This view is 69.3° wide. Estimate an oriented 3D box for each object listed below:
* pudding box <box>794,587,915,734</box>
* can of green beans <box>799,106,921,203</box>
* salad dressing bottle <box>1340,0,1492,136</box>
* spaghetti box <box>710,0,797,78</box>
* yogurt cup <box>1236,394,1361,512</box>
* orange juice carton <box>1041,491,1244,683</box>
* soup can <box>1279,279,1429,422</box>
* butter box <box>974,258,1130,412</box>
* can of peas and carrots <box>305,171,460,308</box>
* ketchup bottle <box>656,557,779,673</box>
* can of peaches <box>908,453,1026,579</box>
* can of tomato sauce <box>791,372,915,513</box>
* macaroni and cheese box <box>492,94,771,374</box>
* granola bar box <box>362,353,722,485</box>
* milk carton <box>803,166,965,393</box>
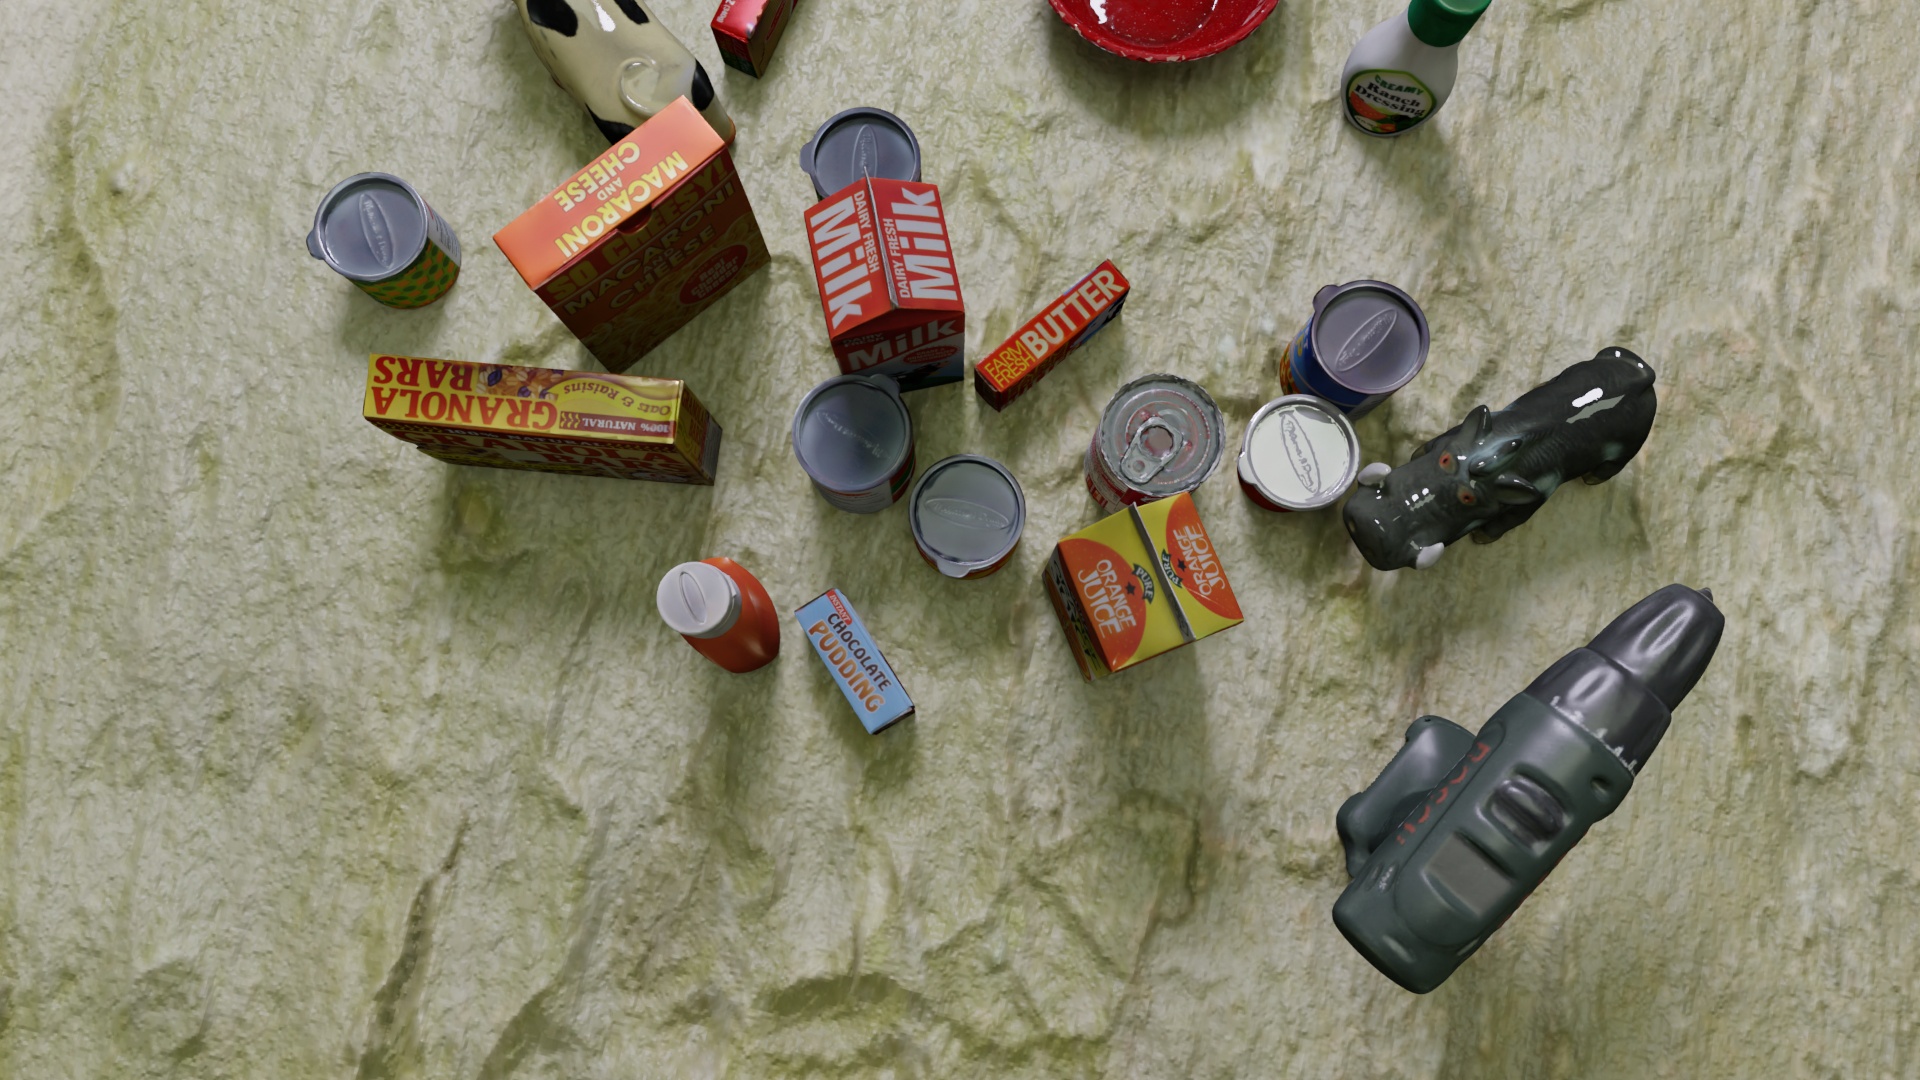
[{"bbox_3d":[-0.060,0.070,0.798,0.030,0.049,0.084,-33,83,-4],"label":"pudding box"},{"bbox_3d":[-0.056,-0.218,0.838,0.071,0.057,0.071,0,82,0],"label":"can of green beans"},{"bbox_3d":[0.264,-0.285,0.804,0.064,0.147,0.044,23,83,3],"label":"salad dressing bottle"},{"bbox_3d":[-0.089,-0.411,0.870,0.029,0.050,0.250,23,82,3],"label":"spaghetti box"},{"bbox_3d":[0.194,-0.047,0.815,0.072,0.054,0.072,0,82,0],"label":"yogurt cup"},{"bbox_3d":[0.093,0.027,0.733,0.073,0.192,0.072,-21,83,-3],"label":"orange juice carton"},{"bbox_3d":[0.225,-0.109,0.810,0.071,0.083,0.071,0,82,0],"label":"soup can"},{"bbox_3d":[0.054,-0.120,0.826,0.103,0.053,0.024,-40,84,-6],"label":"butter box"},{"bbox_3d":[-0.343,-0.176,0.829,0.071,0.058,0.071,0,82,0],"label":"can of peas and carrots"},{"bbox_3d":[-0.130,0.037,0.753,0.043,0.148,0.065,-22,83,-3],"label":"ketchup bottle"},{"bbox_3d":[0.003,-0.010,0.806,0.071,0.058,0.071,0,82,0],"label":"can of peaches"},{"bbox_3d":[-0.059,-0.055,0.800,0.071,0.083,0.071,0,82,0],"label":"can of tomato sauce"},{"bbox_3d":[-0.174,-0.162,0.774,0.124,0.166,0.040,-39,84,-5],"label":"macaroni and cheese box"},{"bbox_3d":[-0.228,-0.064,0.780,0.166,0.124,0.039,5,82,0],"label":"granola bar box"},{"bbox_3d":[-0.039,-0.135,0.758,0.073,0.190,0.072,-12,82,-2],"label":"milk carton"}]
